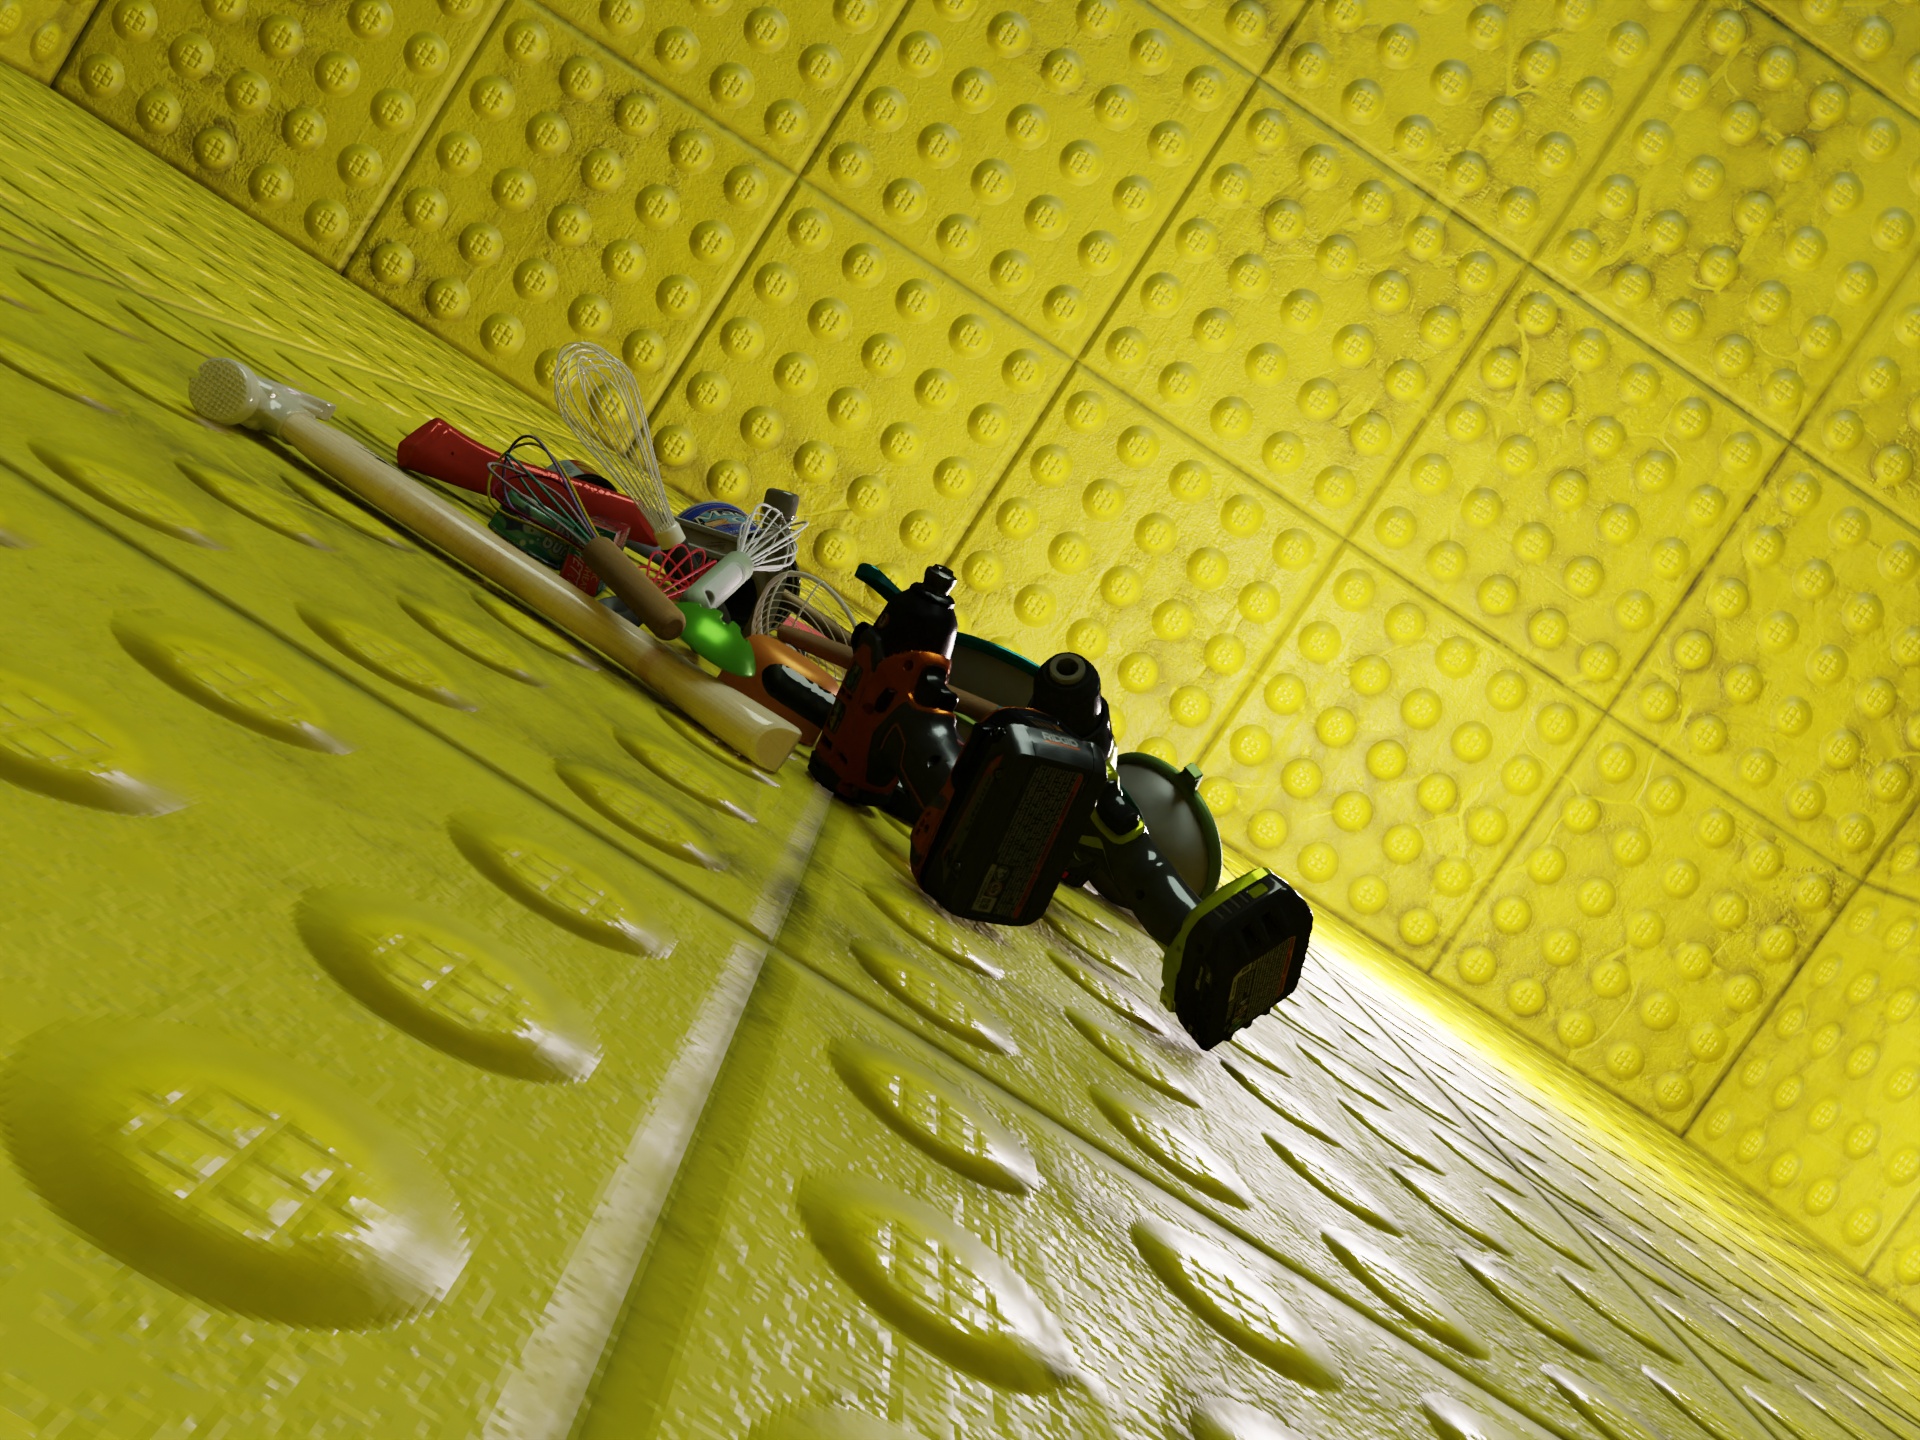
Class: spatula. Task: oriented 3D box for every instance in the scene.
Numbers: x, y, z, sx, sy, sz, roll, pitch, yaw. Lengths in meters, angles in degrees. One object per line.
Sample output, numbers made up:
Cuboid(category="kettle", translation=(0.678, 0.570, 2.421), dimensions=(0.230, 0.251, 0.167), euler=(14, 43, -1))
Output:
Cuboid(category="spatula", translation=(-0.002, -0.004, 1.182), dimensions=(0.317, 0.044, 0.082), euler=(22, -11, 15))

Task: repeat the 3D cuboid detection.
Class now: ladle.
Cuboid(category="ladle", translation=(-0.047, -0.018, 1.514), dimensions=(0.320, 0.062, 0.078), euler=(35, -7, -14))

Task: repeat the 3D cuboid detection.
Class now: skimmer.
Cuboid(category="skimmer", translation=(-0.129, -0.066, 1.409), dimensions=(0.363, 0.090, 0.127), euler=(-127, -167, -85))

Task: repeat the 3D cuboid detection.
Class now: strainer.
Cuboid(category="strainer", translation=(0.111, 0.101, 1.397), dimensions=(0.069, 0.151, 0.256), euler=(-23, 22, -38))
Cuboid(category="strainer", translation=(-0.015, -0.032, 1.589), dimensions=(0.211, 0.095, 0.340), euler=(11, -21, 41))

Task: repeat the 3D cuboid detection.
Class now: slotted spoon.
Cuboid(category="slotted spoon", translation=(-0.178, -0.057, 1.112), dimensions=(0.070, 0.031, 0.314), euler=(37, -5, -10))

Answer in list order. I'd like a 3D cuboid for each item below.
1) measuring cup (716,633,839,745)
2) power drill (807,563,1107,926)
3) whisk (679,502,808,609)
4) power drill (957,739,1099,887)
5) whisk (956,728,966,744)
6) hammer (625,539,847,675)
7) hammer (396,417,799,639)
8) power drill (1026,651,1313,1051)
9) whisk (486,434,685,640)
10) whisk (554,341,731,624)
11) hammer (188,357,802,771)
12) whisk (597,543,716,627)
Cuboid(category="measuring cup", translation=(-0.147, -0.040, 1.213), dimensions=(0.095, 0.052, 0.174), euler=(31, 7, -28))
Cuboid(category="power drill", translation=(-0.007, 0.007, 0.977), dimensions=(0.084, 0.164, 0.227), euler=(15, 16, -34))
Cuboid(category="whisk", translation=(-0.171, -0.124, 1.253), dimensions=(0.246, 0.059, 0.057), euler=(-64, 136, -67))
Cuboid(category="power drill", translation=(0.040, 0.067, 1.249), dimensions=(0.188, 0.080, 0.226), euler=(36, 8, 38))
Cuboid(category="whisk", translation=(-0.016, 0.009, 1.339), dimensions=(0.055, 0.055, 0.238), euler=(38, -13, 51))
Cuboid(category="hammer", translation=(-0.242, -0.132, 1.669), dimensions=(0.385, 0.038, 0.143), euler=(29, 7, -40))
Cuboid(category="hammer", translation=(-0.298, -0.167, 1.343), dimensions=(0.358, 0.149, 0.037), euler=(14, 1, -40))
Cuboid(category="power drill", translation=(0.114, 0.076, 0.999), dimensions=(0.229, 0.080, 0.190), euler=(49, -21, 31))
Cuboid(category="whisk", translation=(-0.242, -0.114, 1.011), dimensions=(0.245, 0.047, 0.051), euler=(41, -29, 39))
Cuboid(category="whisk", translation=(-0.256, -0.181, 1.314), dimensions=(0.284, 0.070, 0.070), euler=(66, -12, -26))
Cuboid(category="hammer", translation=(-0.276, -0.093, 0.998), dimensions=(0.410, 0.038, 0.146), euler=(33, 3, 1))
Cuboid(category="whisk", translation=(-0.228, -0.089, 1.180), dimensions=(0.073, 0.073, 0.296), euler=(33, 10, -3))
